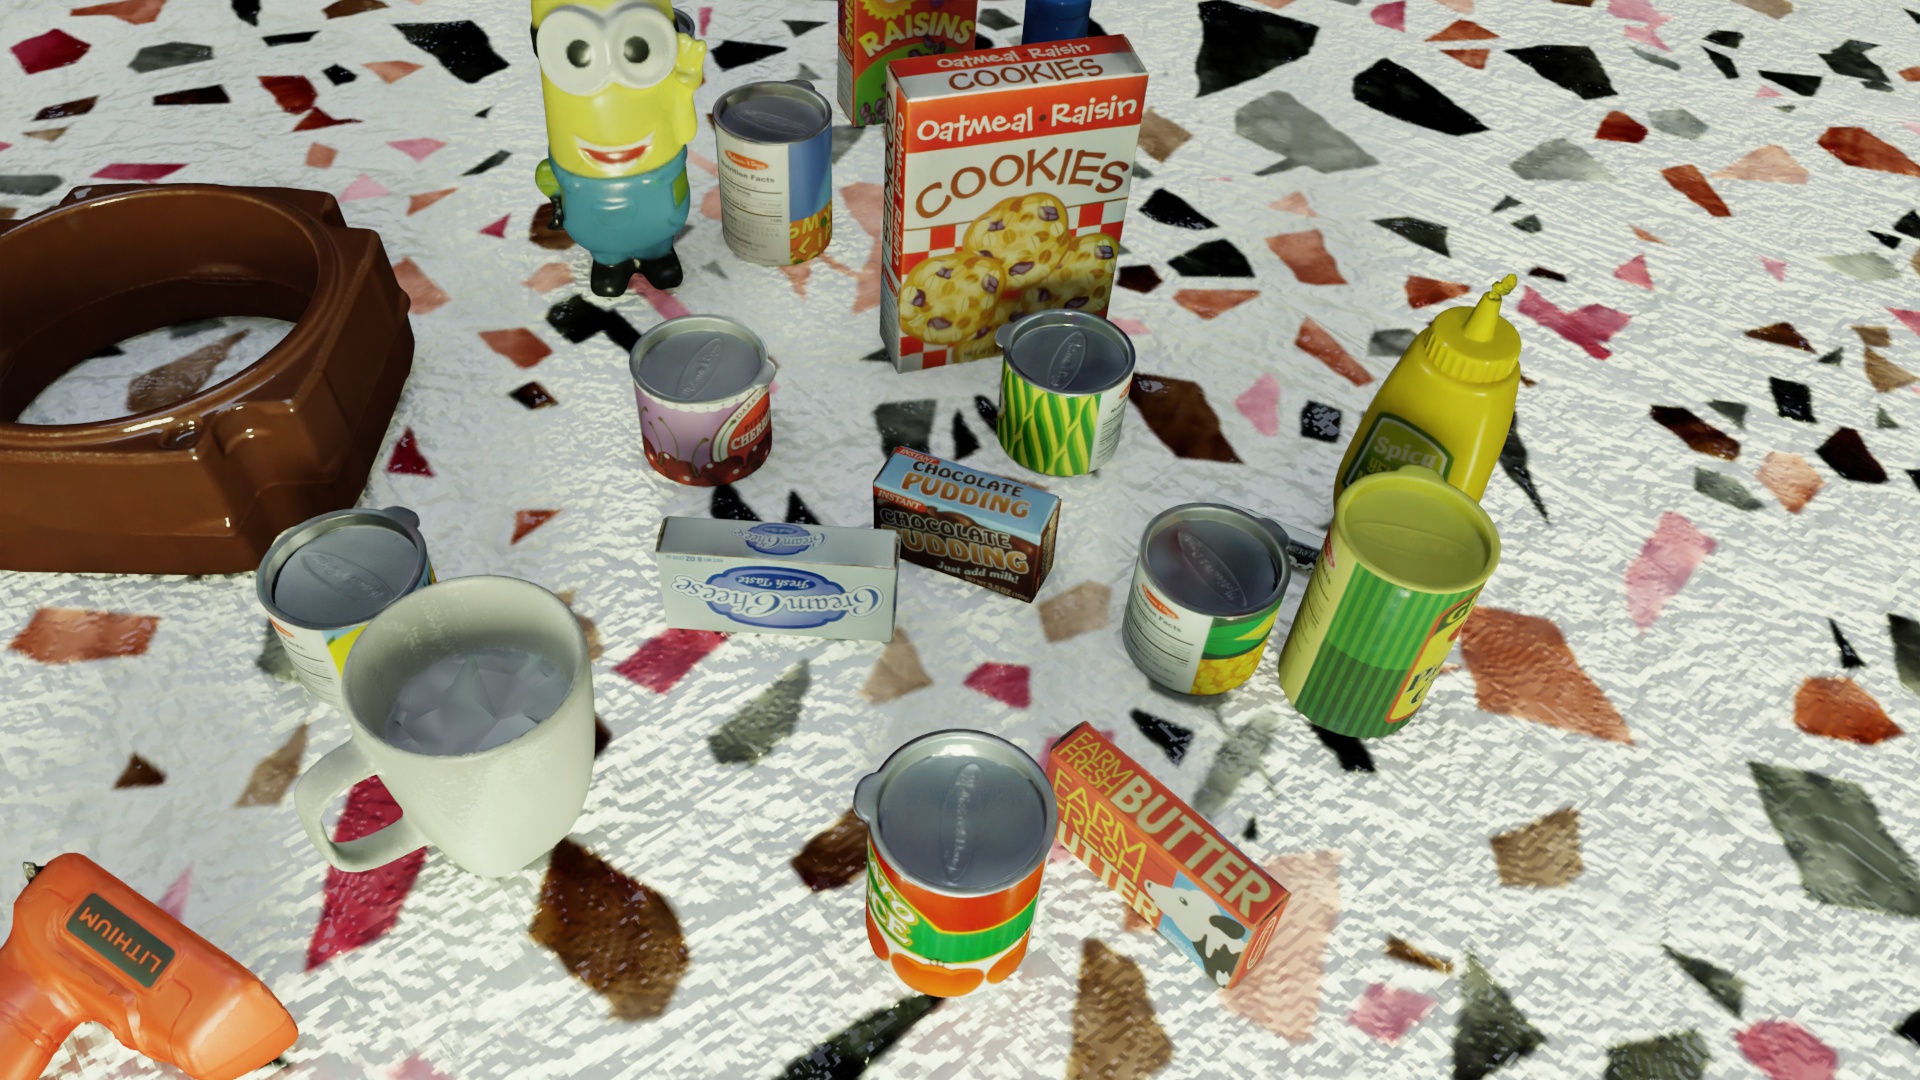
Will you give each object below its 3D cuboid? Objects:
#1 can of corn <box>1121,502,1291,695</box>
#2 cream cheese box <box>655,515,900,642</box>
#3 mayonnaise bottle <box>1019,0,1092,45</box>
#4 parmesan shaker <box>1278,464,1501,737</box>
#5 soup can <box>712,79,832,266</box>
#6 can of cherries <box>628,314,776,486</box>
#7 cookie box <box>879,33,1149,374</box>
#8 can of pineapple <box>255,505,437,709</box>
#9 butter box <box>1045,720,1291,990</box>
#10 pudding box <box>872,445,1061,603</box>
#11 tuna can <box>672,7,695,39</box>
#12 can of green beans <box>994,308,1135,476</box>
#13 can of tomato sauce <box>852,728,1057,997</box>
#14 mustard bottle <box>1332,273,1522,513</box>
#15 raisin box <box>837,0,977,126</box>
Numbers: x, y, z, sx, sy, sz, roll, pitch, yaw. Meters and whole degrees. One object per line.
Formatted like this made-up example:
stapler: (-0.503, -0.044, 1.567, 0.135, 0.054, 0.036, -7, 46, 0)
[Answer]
can of corn: (0.110, 0.026, 0.621, 0.071, 0.058, 0.071, 2, 48, -3)
cream cheese box: (-0.079, 0.018, 0.616, 0.104, 0.053, 0.024, 4, 48, -1)
mayonnaise bottle: (0.050, -0.251, 0.808, 0.065, 0.147, 0.041, -17, 51, -19)
parmesan shaker: (0.181, 0.028, 0.595, 0.071, 0.102, 0.072, 2, 48, -3)
soup can: (-0.105, -0.213, 0.803, 0.071, 0.083, 0.072, 2, 48, -3)
can of cherries: (-0.125, -0.068, 0.686, 0.071, 0.058, 0.072, 2, 48, -3)
cookie box: (0.022, -0.171, 0.719, 0.123, 0.166, 0.040, -12, 50, -15)
can of pineapple: (-0.252, 0.028, 0.588, 0.071, 0.057, 0.071, 2, 48, -3)
butter box: (0.075, 0.121, 0.535, 0.024, 0.052, 0.104, -34, 58, -30)
pudding box: (0.002, -0.008, 0.648, 0.084, 0.049, 0.030, 19, 49, 12)
tuna can: (-0.213, -0.331, 0.936, 0.071, 0.032, 0.071, 2, 48, -3)
can of green beans: (0.052, -0.075, 0.708, 0.071, 0.057, 0.071, 2, 48, -3)
can of tomato sauce: (-0.004, 0.120, 0.509, 0.071, 0.082, 0.071, 2, 48, -3)
mustard bottle: (0.219, -0.058, 0.637, 0.065, 0.159, 0.049, 37, 55, 26)
raisin box: (-0.034, -0.335, 0.894, 0.086, 0.122, 0.040, -13, 50, -16)
